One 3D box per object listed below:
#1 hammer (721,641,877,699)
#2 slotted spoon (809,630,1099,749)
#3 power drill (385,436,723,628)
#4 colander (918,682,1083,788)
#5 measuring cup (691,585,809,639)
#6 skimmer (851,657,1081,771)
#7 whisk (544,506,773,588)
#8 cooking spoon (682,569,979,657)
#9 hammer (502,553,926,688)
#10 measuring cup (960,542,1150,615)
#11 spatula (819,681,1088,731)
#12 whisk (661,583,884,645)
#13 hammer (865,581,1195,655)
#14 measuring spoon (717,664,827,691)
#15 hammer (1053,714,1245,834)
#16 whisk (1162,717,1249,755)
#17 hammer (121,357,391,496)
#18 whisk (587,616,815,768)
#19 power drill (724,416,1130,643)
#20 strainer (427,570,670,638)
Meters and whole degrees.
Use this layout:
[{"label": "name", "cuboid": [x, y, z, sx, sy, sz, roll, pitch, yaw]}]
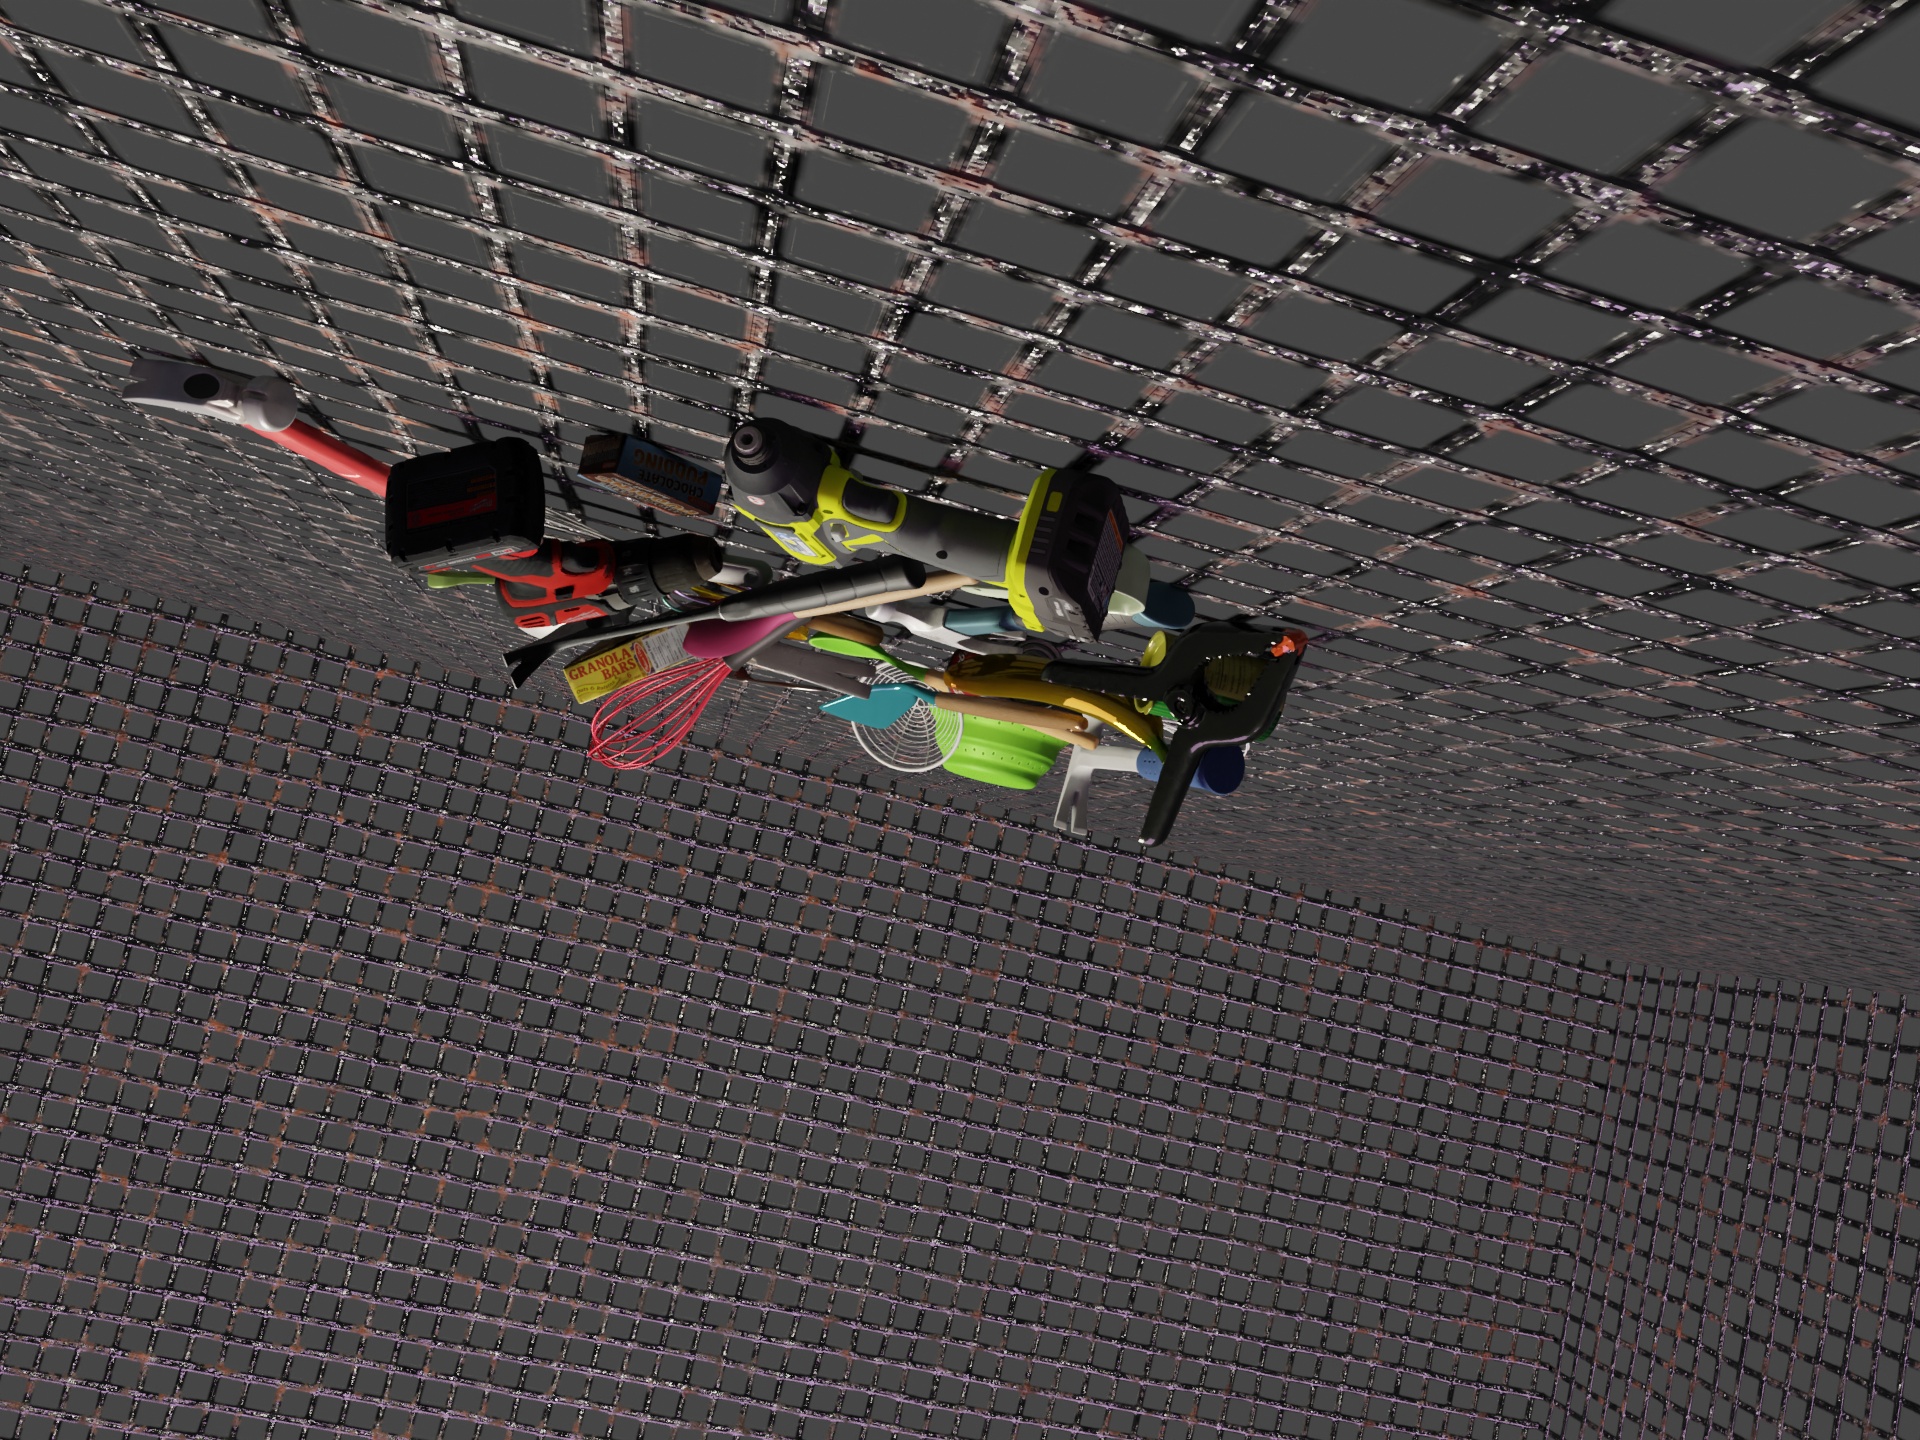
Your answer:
[{"label": "hammer", "cuboid": [-0.174, -0.062, 1.576, 0.149, 0.037, 0.359, 16, -179, -9]}, {"label": "slotted spoon", "cuboid": [-0.008, -0.034, 1.527, 0.314, 0.031, 0.070, 23, 177, 22]}, {"label": "power drill", "cuboid": [-0.303, -0.134, 1.207, 0.188, 0.080, 0.226, -9, 165, 14]}, {"label": "colander", "cuboid": [0.055, 0.015, 1.729, 0.204, 0.094, 0.397, 14, 173, -8]}, {"label": "measuring cup", "cuboid": [-0.199, -0.111, 1.494, 0.062, 0.029, 0.156, 8, 169, 35]}, {"label": "skimmer", "cuboid": [0.002, -0.017, 1.593, 0.090, 0.127, 0.363, -32, -170, -25]}, {"label": "whisk", "cuboid": [-0.280, -0.142, 1.337, 0.246, 0.057, 0.059, 10, -153, -3]}, {"label": "cooking spoon", "cuboid": [-0.111, -0.093, 1.270, 0.319, 0.069, 0.017, -7, 142, 38]}, {"label": "hammer", "cuboid": [-0.195, -0.087, 1.259, 0.409, 0.036, 0.149, -8, -161, 36]}, {"label": "measuring cup", "cuboid": [0.058, -0.100, 1.063, 0.083, 0.038, 0.168, 19, 173, -38]}, {"label": "spatula", "cuboid": [-0.002, -0.005, 1.417, 0.082, 0.044, 0.318, 20, 173, -40]}, {"label": "whisk", "cuboid": [-0.169, -0.102, 1.447, 0.244, 0.051, 0.047, 15, 168, -38]}, {"label": "hammer", "cuboid": [0.058, -0.081, 1.226, 0.128, 0.033, 0.331, 18, 171, -31]}, {"label": "measuring spoon", "cuboid": [-0.196, -0.045, 1.664, 0.124, 0.018, 0.034, 9, -177, 16]}, {"label": "hammer", "cuboid": [0.160, 0.041, 1.408, 0.035, 0.144, 0.405, 16, 177, -11]}, {"label": "whisk", "cuboid": [0.202, -0.001, 1.509, 0.070, 0.070, 0.285, 16, 177, -17]}, {"label": "hammer", "cuboid": [-0.481, -0.198, 1.289, 0.143, 0.038, 0.386, 12, 173, 20]}, {"label": "whisk", "cuboid": [-0.213, -0.042, 1.371, 0.296, 0.073, 0.073, -33, 152, 21]}, {"label": "power drill", "cuboid": [-0.023, -0.117, 0.929, 0.223, 0.080, 0.171, 15, 173, 13]}, {"label": "strainer", "cuboid": [-0.401, -0.106, 1.486, 0.151, 0.069, 0.256, 10, -172, 25]}]
